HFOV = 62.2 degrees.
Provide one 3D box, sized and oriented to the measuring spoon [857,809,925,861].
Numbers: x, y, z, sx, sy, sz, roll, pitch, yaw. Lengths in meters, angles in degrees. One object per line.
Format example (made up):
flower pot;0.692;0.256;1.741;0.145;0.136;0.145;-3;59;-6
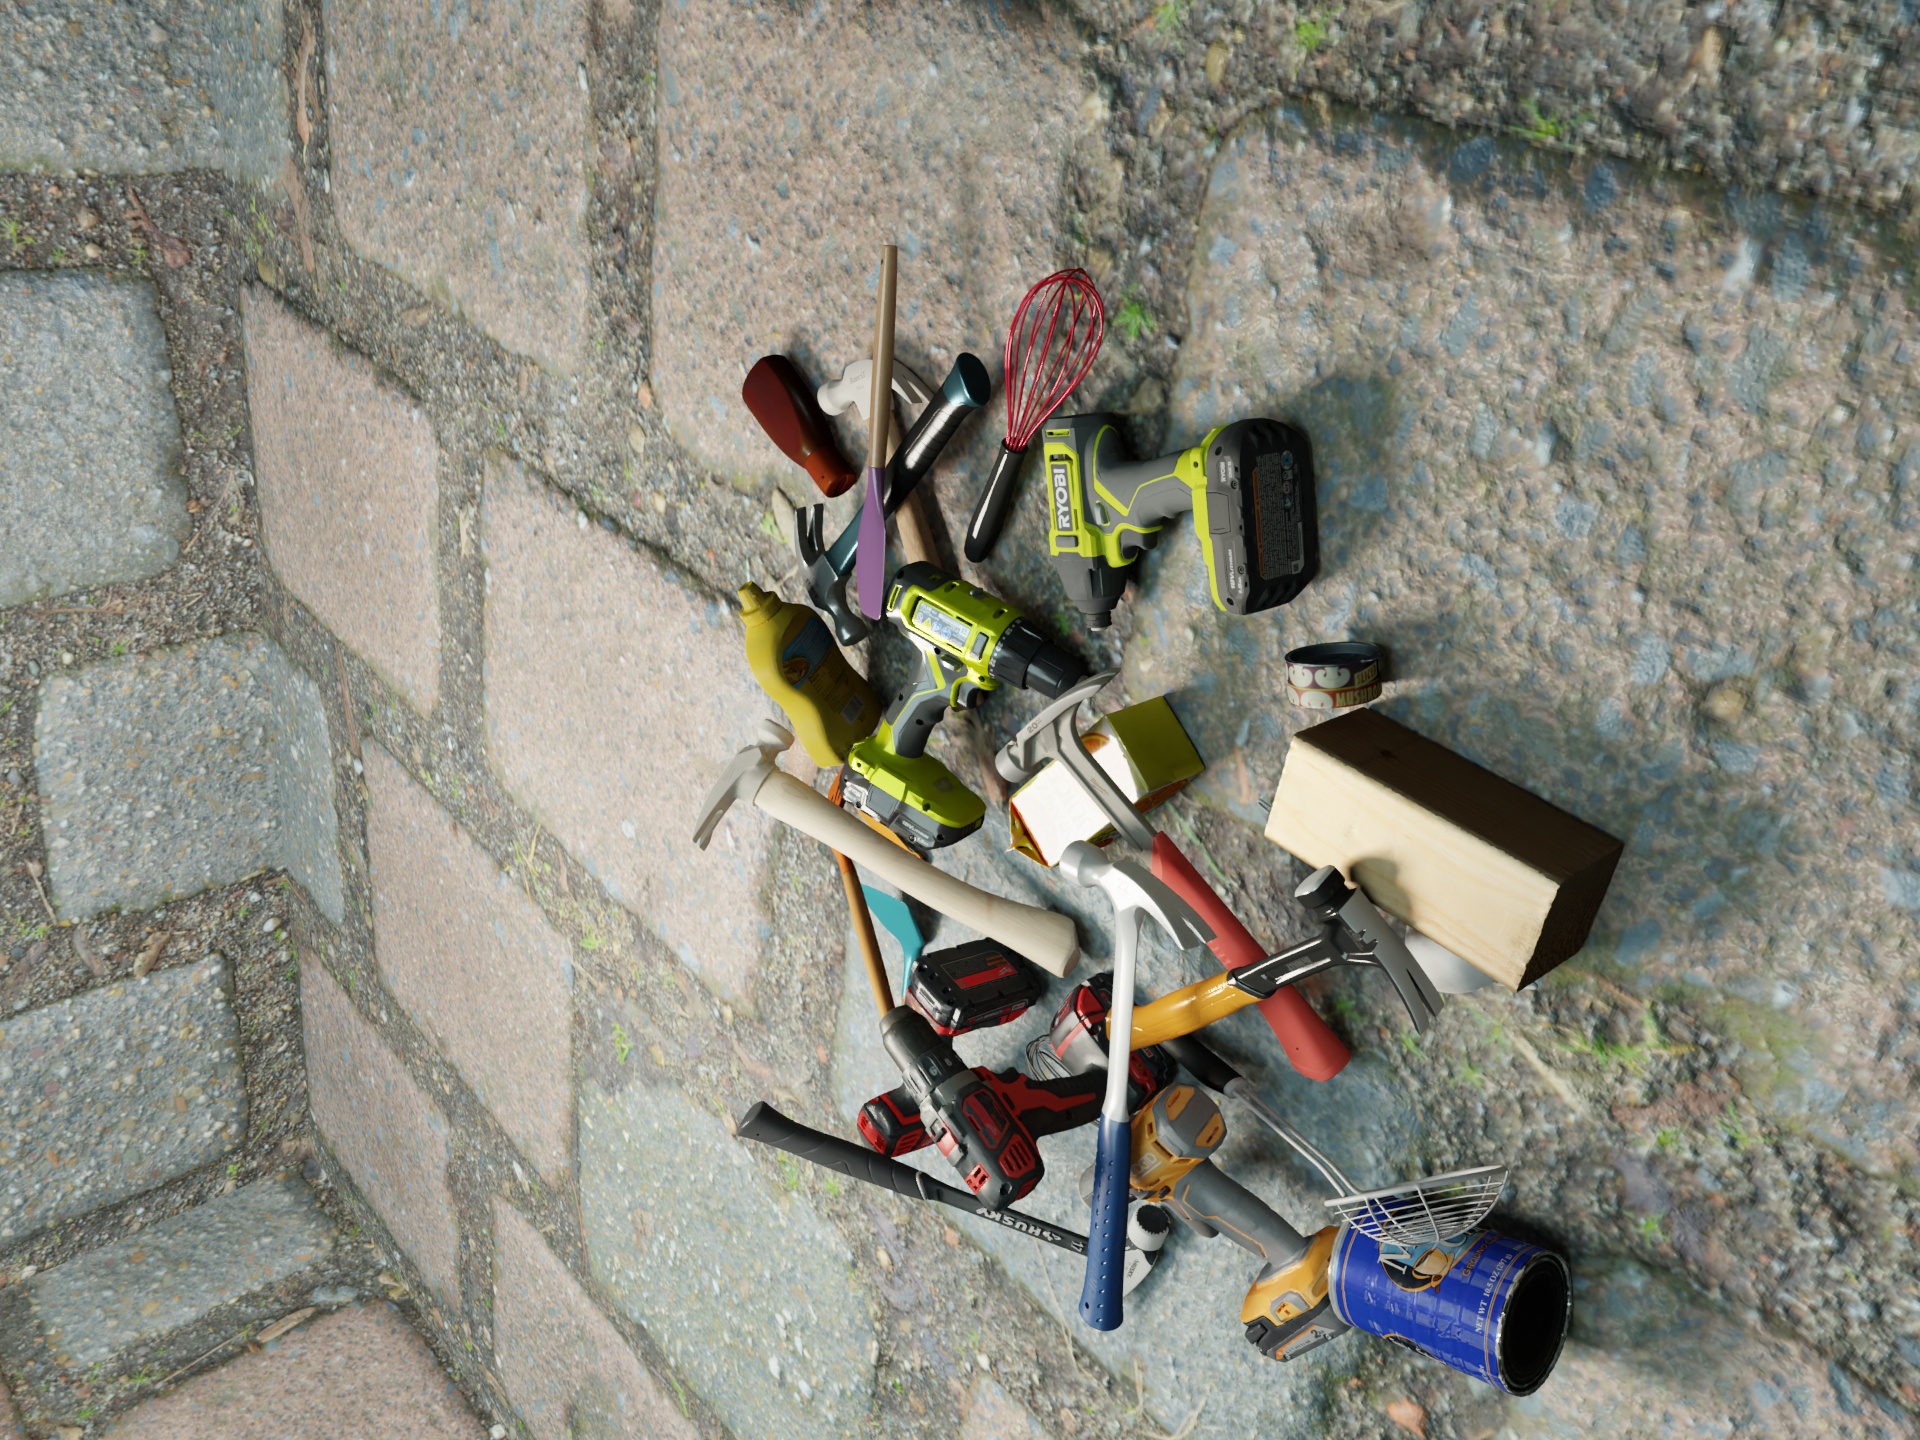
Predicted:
measuring spoon;-0.071;0.114;1.617;0.117;0.011;0.021;41;132;37

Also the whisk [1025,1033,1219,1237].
whisk;0.147;0.374;1.439;0.239;0.055;0.055;44;134;23

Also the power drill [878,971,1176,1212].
power drill;0.053;0.297;1.369;0.188;0.226;0.080;51;136;22

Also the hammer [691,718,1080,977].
hammer;-0.070;0.142;1.511;0.411;0.146;0.038;27;165;26

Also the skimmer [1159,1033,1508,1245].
skimmer;0.258;0.290;1.232;0.364;0.127;0.090;34;120;55

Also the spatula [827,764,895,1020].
spatula;-0.094;0.170;1.550;0.081;0.041;0.323;-55;42;42

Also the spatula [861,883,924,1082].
spatula;-0.062;0.311;1.654;0.082;0.044;0.317;17;118;41

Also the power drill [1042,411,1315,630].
power drill;0.155;-0.148;1.203;0.223;0.080;0.171;10;111;51

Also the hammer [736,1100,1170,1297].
hammer;-0.017;0.447;1.498;0.409;0.036;0.149;19;126;5

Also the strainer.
strainer;0.301;0.130;1.154;0.259;0.050;0.086;43;178;42

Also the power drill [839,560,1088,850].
power drill;-0.002;-0.004;1.405;0.191;0.080;0.228;31;116;19

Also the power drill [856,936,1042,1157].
power drill;-0.009;0.320;1.530;0.079;0.143;0.219;43;127;36

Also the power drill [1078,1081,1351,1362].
power drill;0.208;0.417;1.311;0.226;0.084;0.185;43;137;8

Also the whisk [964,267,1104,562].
whisk;0.051;-0.241;1.302;0.073;0.073;0.295;49;140;25

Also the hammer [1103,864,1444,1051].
hammer;0.212;0.209;1.201;0.127;0.034;0.337;51;145;0

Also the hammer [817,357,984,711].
hammer;-0.039;-0.170;1.451;0.130;0.031;0.331;-15;93;51

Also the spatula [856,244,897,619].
spatula;-0.071;-0.244;1.364;0.060;0.018;0.315;32;122;58

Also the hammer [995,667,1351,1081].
hammer;0.181;0.128;1.229;0.359;0.037;0.149;50;137;1

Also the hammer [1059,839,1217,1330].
hammer;0.126;0.303;1.249;0.144;0.035;0.405;24;119;49

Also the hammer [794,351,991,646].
hammer;-0.062;-0.203;1.413;0.128;0.033;0.331;58;140;13
